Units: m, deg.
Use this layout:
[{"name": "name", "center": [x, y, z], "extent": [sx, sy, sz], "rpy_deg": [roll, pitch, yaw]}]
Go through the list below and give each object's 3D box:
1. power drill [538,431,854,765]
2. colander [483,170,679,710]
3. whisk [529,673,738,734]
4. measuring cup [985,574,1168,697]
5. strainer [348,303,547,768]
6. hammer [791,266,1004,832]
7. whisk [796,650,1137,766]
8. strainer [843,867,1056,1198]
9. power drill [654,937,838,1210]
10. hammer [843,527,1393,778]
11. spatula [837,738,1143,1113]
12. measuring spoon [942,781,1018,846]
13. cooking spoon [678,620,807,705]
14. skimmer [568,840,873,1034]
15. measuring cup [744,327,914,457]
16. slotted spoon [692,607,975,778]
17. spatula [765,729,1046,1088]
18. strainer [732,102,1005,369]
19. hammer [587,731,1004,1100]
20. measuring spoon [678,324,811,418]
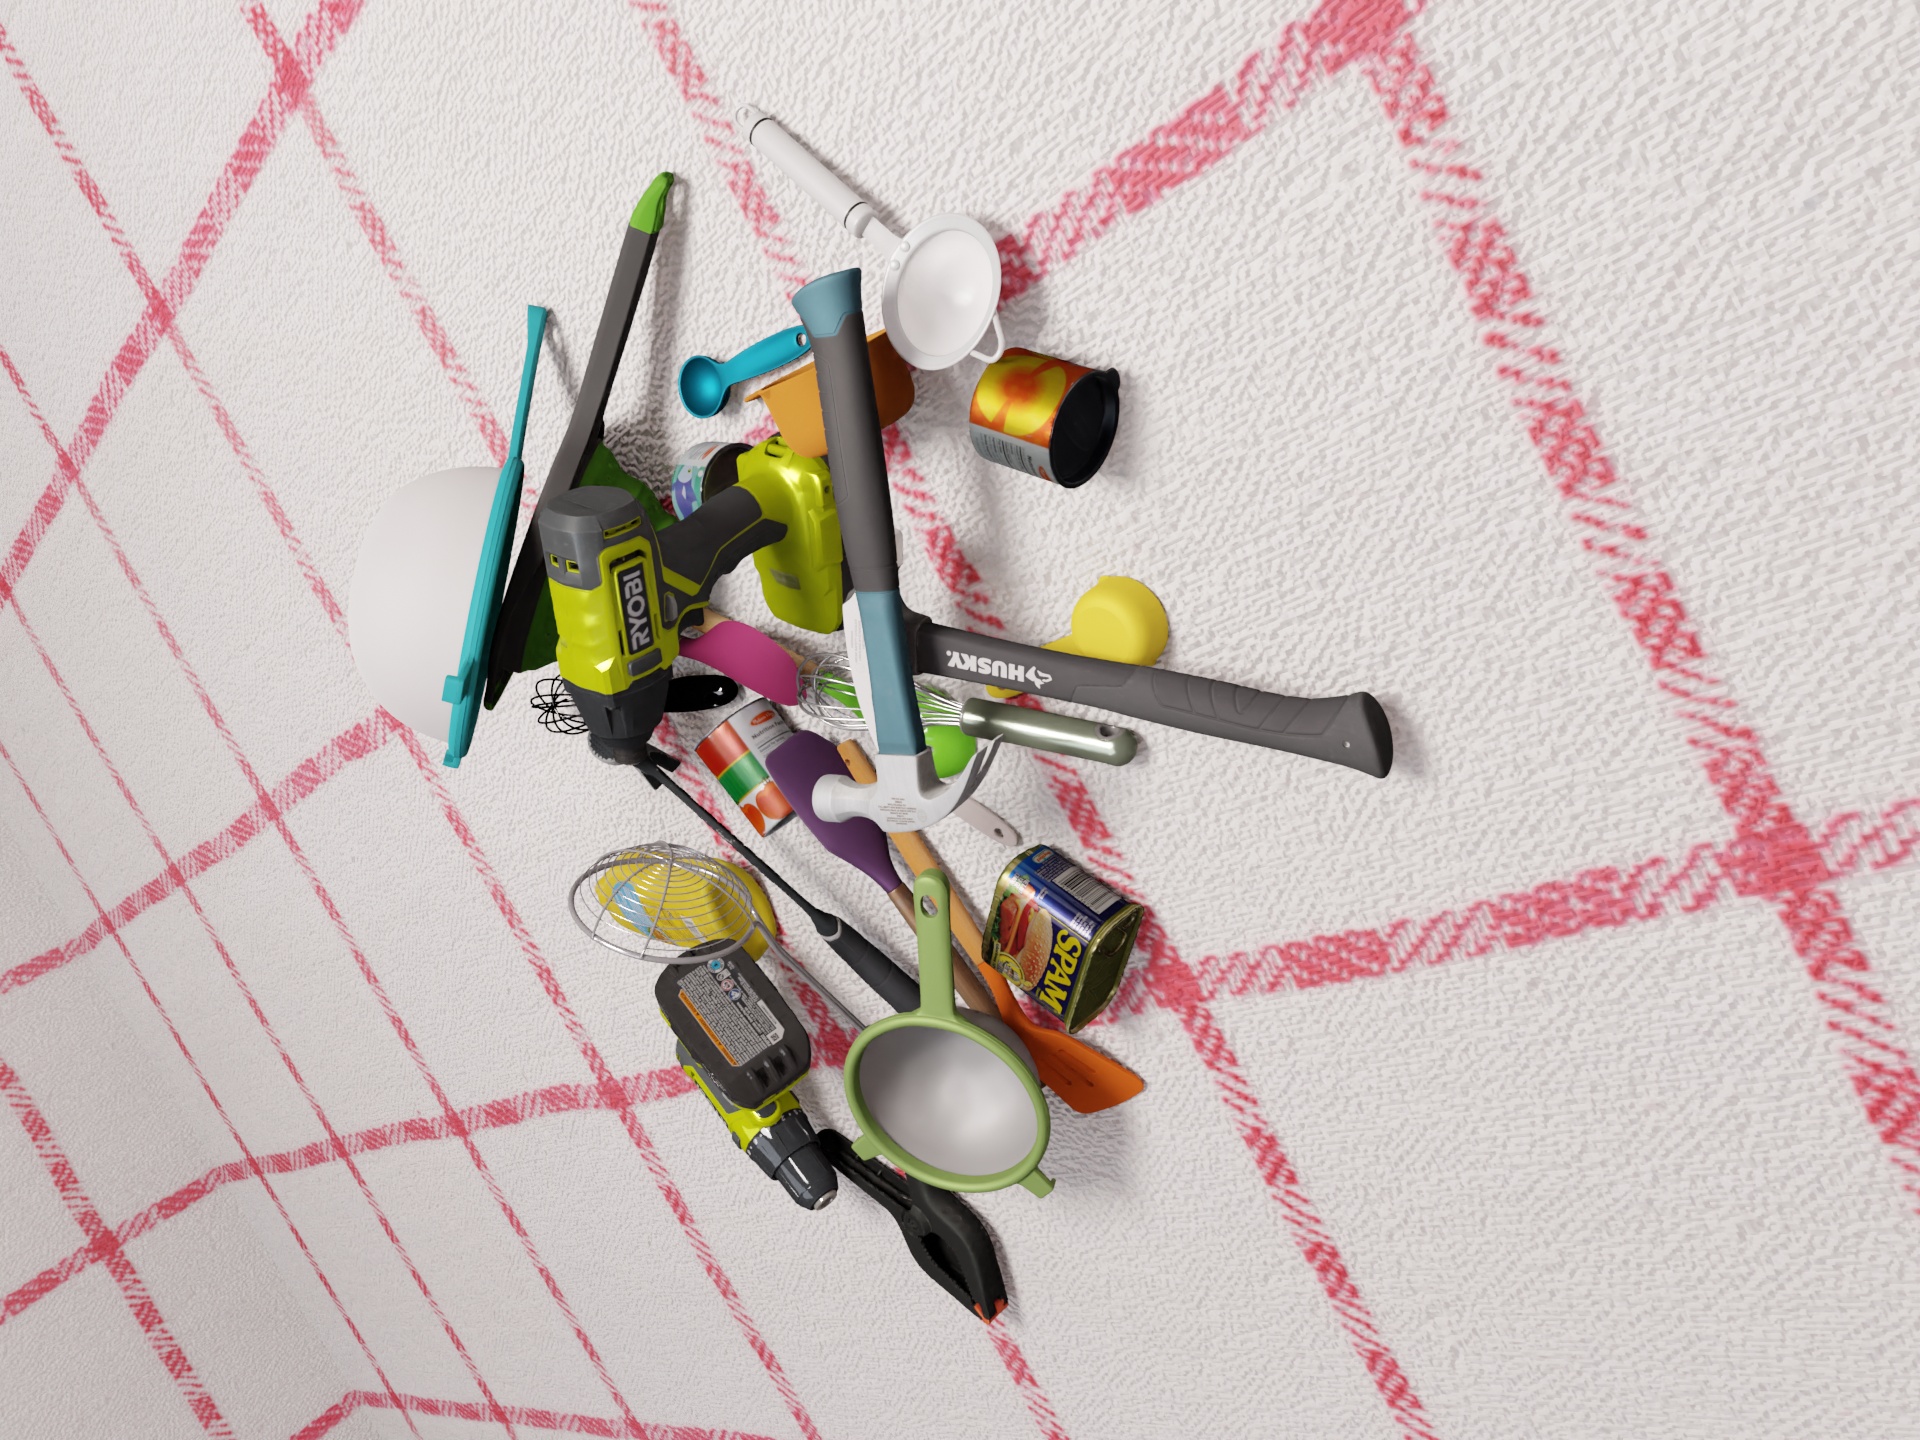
[{"name": "power drill", "center": [-0.156, -0.084, 0.998], "extent": [0.080, 0.223, 0.171], "rpy_deg": [19, 126, 34]}, {"name": "colander", "center": [-0.231, -0.175, 1.108], "extent": [0.094, 0.205, 0.397], "rpy_deg": [19, 116, -11]}, {"name": "whisk", "center": [-0.263, -0.019, 1.270], "extent": [0.239, 0.055, 0.055], "rpy_deg": [-4, 111, 39]}, {"name": "measuring cup", "center": [0.060, -0.038, 0.970], "extent": [0.156, 0.029, 0.062], "rpy_deg": [-27, 95, 46]}, {"name": "strainer", "center": [-0.358, -0.146, 1.106], "extent": [0.211, 0.095, 0.340], "rpy_deg": [139, 139, -67]}, {"name": "hammer", "center": [-0.052, -0.090, 0.919], "extent": [0.128, 0.033, 0.330], "rpy_deg": [3, 112, 30]}, {"name": "whisk", "center": [-0.002, -0.003, 1.022], "extent": [0.246, 0.058, 0.059], "rpy_deg": [12, 125, 26]}, {"name": "strainer", "center": [-0.004, 0.203, 1.091], "extent": [0.151, 0.069, 0.256], "rpy_deg": [6, 116, 20]}, {"name": "power drill", "center": [-0.168, 0.292, 1.293], "extent": [0.191, 0.080, 0.228], "rpy_deg": [47, 157, 25]}, {"name": "hammer", "center": [0.081, -0.016, 0.914], "extent": [0.335, 0.035, 0.146], "rpy_deg": [13, 117, 26]}, {"name": "spatula", "center": [0.010, 0.146, 1.135], "extent": [0.323, 0.041, 0.081], "rpy_deg": [56, 139, 6]}, {"name": "measuring spoon", "center": [-0.012, 0.057, 1.102], "extent": [0.124, 0.018, 0.034], "rpy_deg": [31, 132, 27]}, {"name": "cooking spoon", "center": [-0.224, -0.059, 1.207], "extent": [0.319, 0.017, 0.068], "rpy_deg": [15, 136, 43]}, {"name": "skimmer", "center": [-0.126, 0.212, 1.159], "extent": [0.090, 0.127, 0.363], "rpy_deg": [-38, 118, 8]}, {"name": "measuring cup", "center": [-0.091, -0.195, 0.992], "extent": [0.174, 0.095, 0.052], "rpy_deg": [2, 122, 62]}, {"name": "slotted spoon", "center": [-0.120, -0.037, 1.140], "extent": [0.314, 0.031, 0.070], "rpy_deg": [27, 124, 31]}, {"name": "spatula", "center": [-0.031, 0.140, 1.153], "extent": [0.316, 0.060, 0.018], "rpy_deg": [54, 154, -5]}, {"name": "strainer", "center": [-0.050, -0.285, 0.919], "extent": [0.259, 0.050, 0.087], "rpy_deg": [46, 117, 20]}, {"name": "hammer", "center": [-0.113, 0.146, 1.205], "extent": [0.409, 0.036, 0.149], "rpy_deg": [41, 174, 7]}, {"name": "measuring spoon", "center": [-0.136, -0.234, 1.048], "extent": [0.128, 0.021, 0.042], "rpy_deg": [-14, 93, 37]}]
